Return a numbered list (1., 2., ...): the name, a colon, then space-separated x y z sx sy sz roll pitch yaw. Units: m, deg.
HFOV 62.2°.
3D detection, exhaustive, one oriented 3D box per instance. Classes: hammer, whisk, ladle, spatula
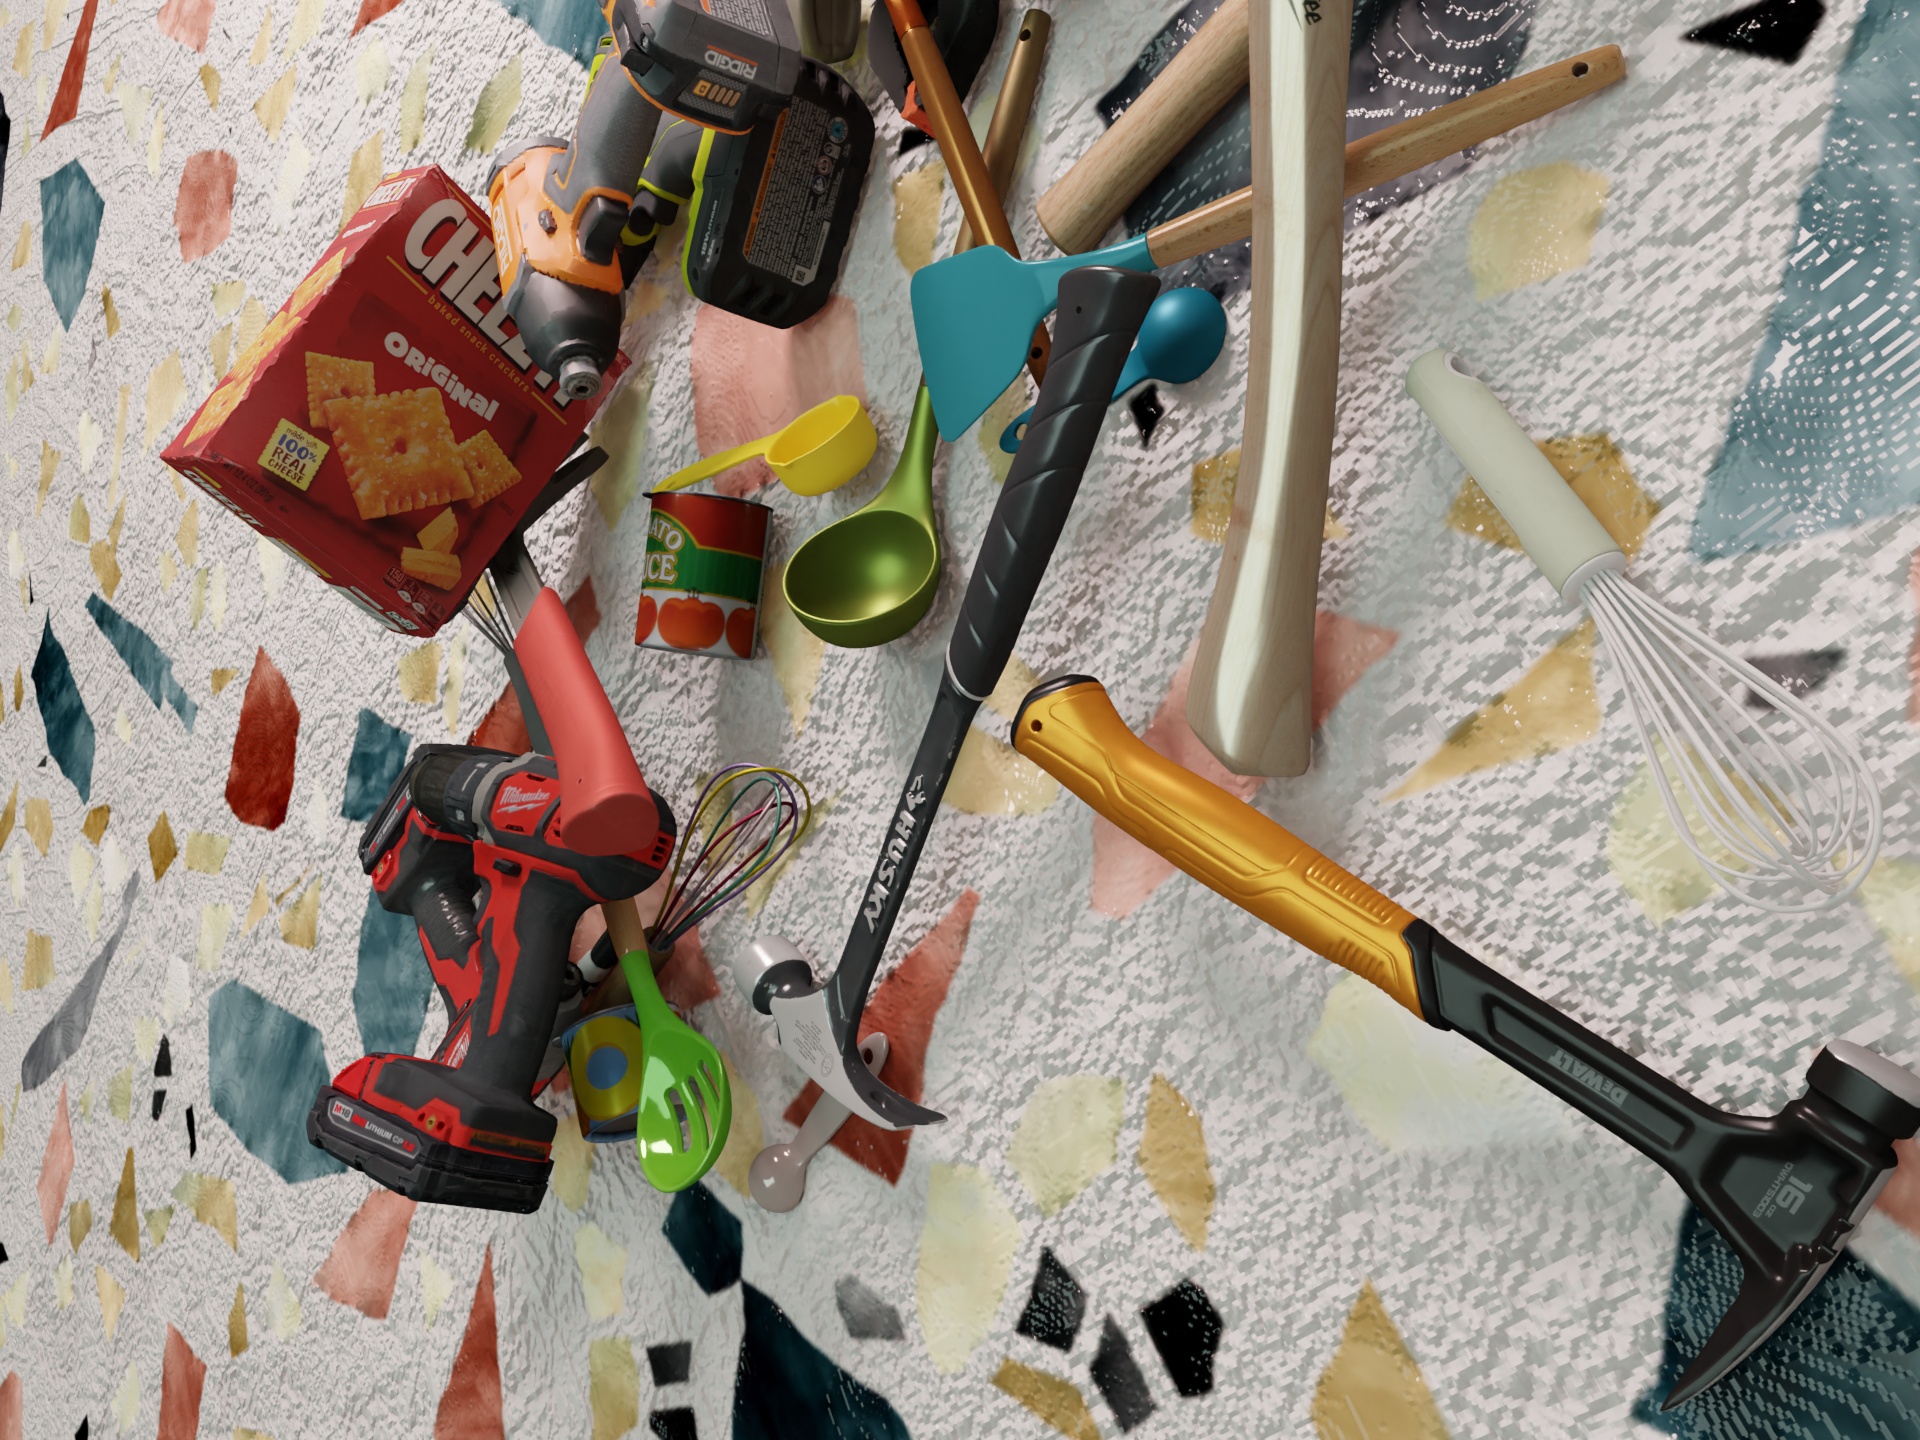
1. hammer: 0.149 -0.319 0.649 0.331 0.031 0.130 -41 59 32
2. whisk: -0.280 -0.038 1.003 0.055 0.055 0.239 -45 61 29
3. ladle: -0.012 -0.189 0.766 0.078 0.062 0.320 18 94 29
4. whisk: 0.218 -0.042 0.538 0.059 0.057 0.247 -52 48 35
5. whisk: -0.152 0.110 0.869 0.245 0.047 0.051 -51 54 31
6. spatula: 0.107 -0.202 0.652 0.317 0.044 0.082 -15 84 28
7. hammer: 0.135 -0.182 0.597 0.146 0.038 0.410 5 99 25
8. hammer: -0.214 -0.044 0.855 0.149 0.036 0.359 -44 38 2
9. hammer: -0.001 -0.002 0.702 0.149 0.036 0.408 42 120 42
10. hammer: 0.143 0.084 0.568 0.337 0.034 0.127 35 108 32
11. spatula: -0.009 -0.301 0.757 0.081 0.041 0.323 -23 79 16

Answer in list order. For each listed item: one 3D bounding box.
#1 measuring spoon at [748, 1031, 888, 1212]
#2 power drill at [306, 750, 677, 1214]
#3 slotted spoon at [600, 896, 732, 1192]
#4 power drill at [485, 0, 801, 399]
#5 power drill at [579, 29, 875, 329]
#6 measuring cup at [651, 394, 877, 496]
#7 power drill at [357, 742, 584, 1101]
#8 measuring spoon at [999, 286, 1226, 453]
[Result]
1. measuring spoon: -0.073 0.200 0.794 0.124 0.018 0.034 -55 52 22
2. power drill: -0.255 0.123 0.835 0.188 0.080 0.227 10 77 38
3. slotted spoon: -0.179 0.104 0.849 0.070 0.031 0.314 -42 55 24
4. power drill: -0.169 -0.280 0.801 0.226 0.084 0.164 -43 53 41
5. power drill: -0.156 -0.299 0.905 0.223 0.080 0.171 26 102 46
6. measuring cup: -0.107 -0.132 0.847 0.156 0.029 0.062 -10 38 40
7. power drill: -0.285 0.126 0.947 0.143 0.078 0.220 -48 50 29
8. measuring spoon: 0.061 -0.154 0.714 0.128 0.021 0.042 -26 67 36
